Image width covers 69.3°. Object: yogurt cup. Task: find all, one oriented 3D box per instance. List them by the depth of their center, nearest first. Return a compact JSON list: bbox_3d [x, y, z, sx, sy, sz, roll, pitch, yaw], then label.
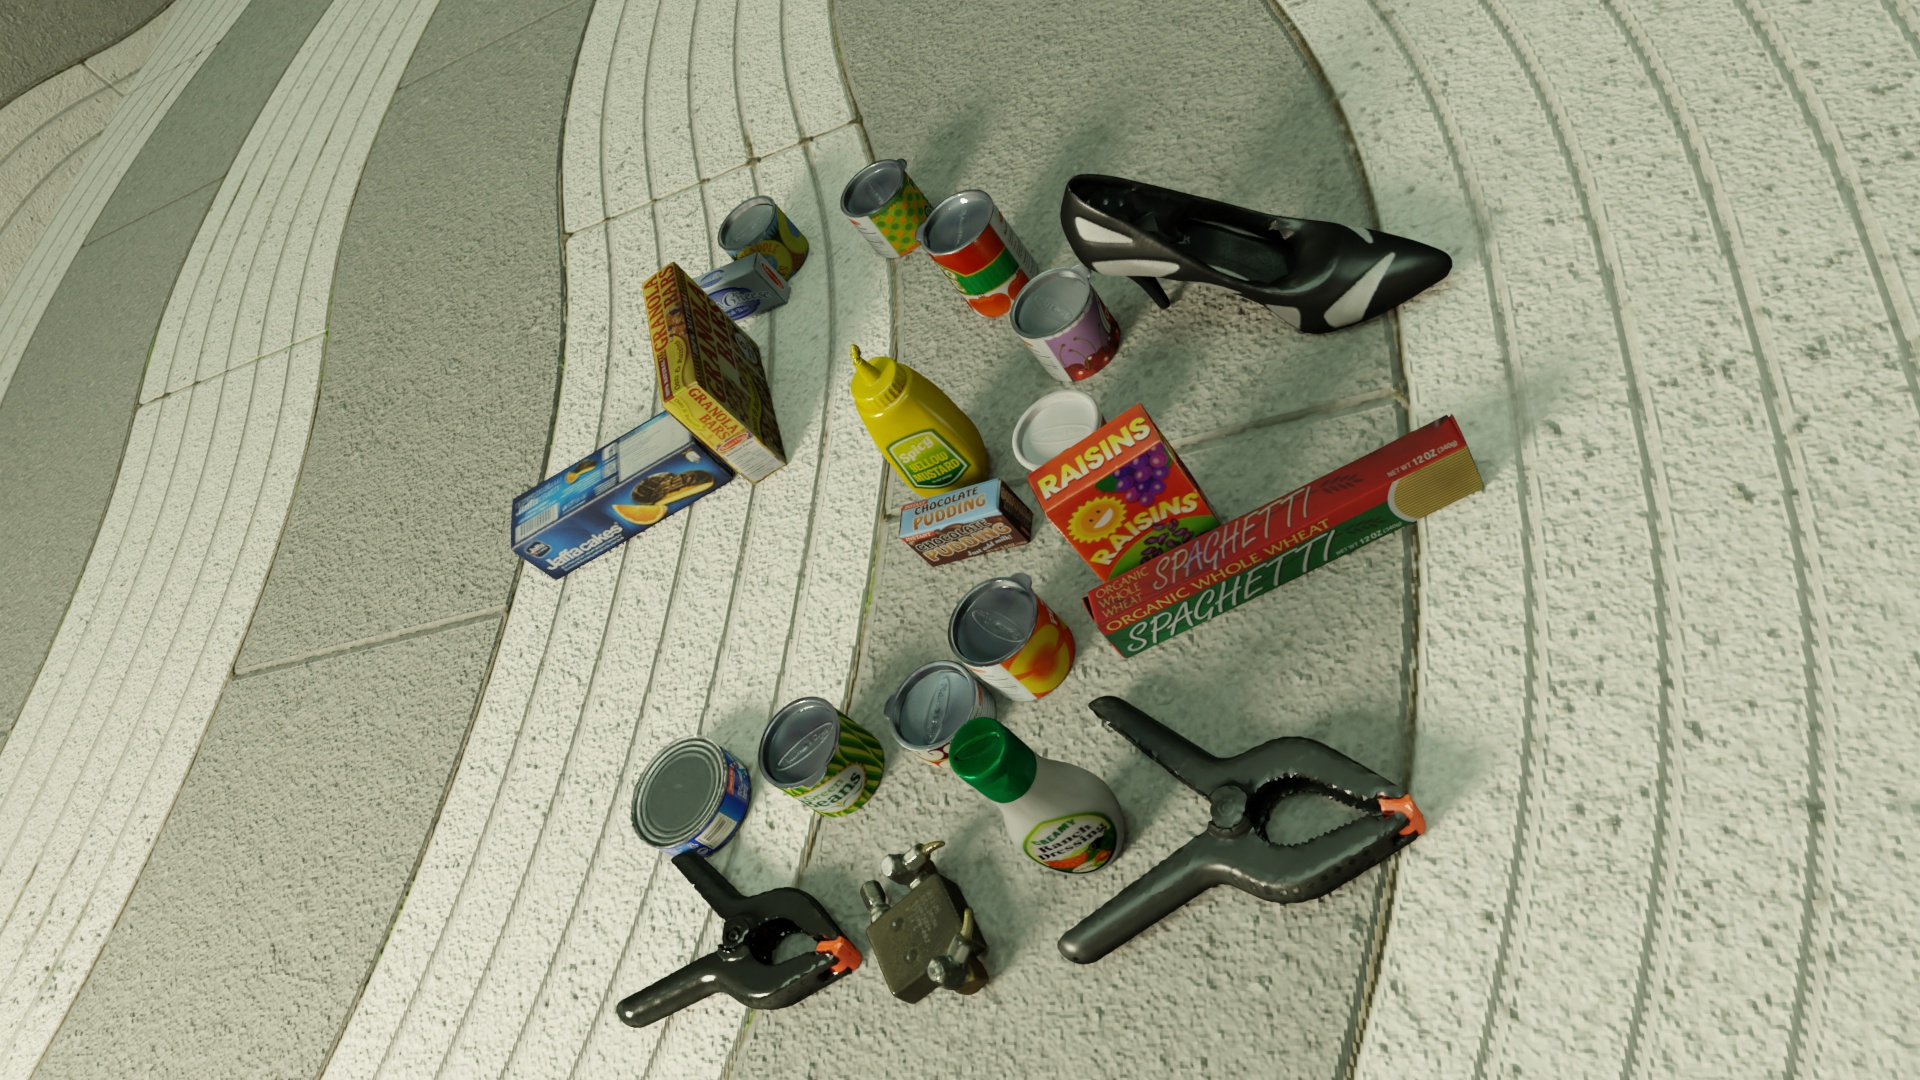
[{"bbox_3d":[0.078,-0.065,0.981,0.072,0.054,0.073,-18,51,24],"label":"yogurt cup"}]

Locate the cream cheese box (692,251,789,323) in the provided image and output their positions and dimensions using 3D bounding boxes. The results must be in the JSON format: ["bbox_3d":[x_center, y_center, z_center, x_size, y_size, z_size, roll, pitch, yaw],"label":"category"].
[{"bbox_3d":[-0.216,-0.228,1.295,0.103,0.053,0.024,-16,52,25],"label":"cream cheese box"}]

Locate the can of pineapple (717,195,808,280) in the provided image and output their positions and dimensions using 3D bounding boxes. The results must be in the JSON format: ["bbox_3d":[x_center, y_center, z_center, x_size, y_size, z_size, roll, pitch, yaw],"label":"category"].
[{"bbox_3d":[-0.185,-0.279,1.306,0.071,0.057,0.071,-18,51,24],"label":"can of pineapple"}]

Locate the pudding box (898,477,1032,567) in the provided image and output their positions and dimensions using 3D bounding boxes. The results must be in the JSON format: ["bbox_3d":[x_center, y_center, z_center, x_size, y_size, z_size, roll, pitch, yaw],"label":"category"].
[{"bbox_3d":[0.004,-0.013,0.997,0.083,0.049,0.030,-14,53,26],"label":"pudding box"}]

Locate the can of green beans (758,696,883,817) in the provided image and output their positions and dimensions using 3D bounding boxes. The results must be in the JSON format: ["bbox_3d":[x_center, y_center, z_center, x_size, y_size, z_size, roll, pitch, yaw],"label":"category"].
[{"bbox_3d":[-0.094,0.148,0.945,0.071,0.057,0.071,-18,51,24],"label":"can of green beans"}]

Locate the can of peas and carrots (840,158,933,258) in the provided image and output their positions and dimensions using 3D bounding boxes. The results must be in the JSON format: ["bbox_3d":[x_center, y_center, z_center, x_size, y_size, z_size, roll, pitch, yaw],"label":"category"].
[{"bbox_3d":[-0.062,-0.296,1.234,0.071,0.058,0.071,-18,51,24],"label":"can of peas and carrots"}]

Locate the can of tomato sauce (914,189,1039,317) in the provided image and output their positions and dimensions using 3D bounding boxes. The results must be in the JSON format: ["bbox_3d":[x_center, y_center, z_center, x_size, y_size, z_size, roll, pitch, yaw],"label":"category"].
[{"bbox_3d":[0.015,-0.229,1.118,0.071,0.083,0.071,-18,51,24],"label":"can of tomato sauce"}]

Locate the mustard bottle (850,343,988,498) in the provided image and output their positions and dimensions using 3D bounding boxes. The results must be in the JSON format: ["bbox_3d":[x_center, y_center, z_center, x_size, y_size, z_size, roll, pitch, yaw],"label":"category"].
[{"bbox_3d":[-0.038,-0.088,1.002,0.065,0.160,0.049,-23,50,20],"label":"mustard bottle"}]

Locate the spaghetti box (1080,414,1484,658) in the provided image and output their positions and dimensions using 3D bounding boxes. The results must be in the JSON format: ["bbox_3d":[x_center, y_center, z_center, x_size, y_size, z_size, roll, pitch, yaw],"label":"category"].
[{"bbox_3d":[0.196,0.002,0.857,0.249,0.050,0.029,-28,48,15],"label":"spaghetti box"}]

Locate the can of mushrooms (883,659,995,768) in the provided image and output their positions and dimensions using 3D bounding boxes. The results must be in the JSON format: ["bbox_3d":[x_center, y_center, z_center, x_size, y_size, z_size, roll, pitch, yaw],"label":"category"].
[{"bbox_3d":[-0.014,0.116,0.930,0.071,0.033,0.071,-18,51,23],"label":"can of mushrooms"}]

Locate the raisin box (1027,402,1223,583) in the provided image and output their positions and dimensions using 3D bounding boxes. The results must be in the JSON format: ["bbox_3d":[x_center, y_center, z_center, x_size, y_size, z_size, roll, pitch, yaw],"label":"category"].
[{"bbox_3d":[0.109,-0.020,0.880,0.086,0.123,0.040,-32,47,12],"label":"raisin box"}]

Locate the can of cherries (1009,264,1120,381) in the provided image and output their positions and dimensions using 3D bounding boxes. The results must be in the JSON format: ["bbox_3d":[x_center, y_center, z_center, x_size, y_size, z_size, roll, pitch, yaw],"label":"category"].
[{"bbox_3d":[0.082,-0.163,1.044,0.071,0.058,0.072,-18,51,24],"label":"can of cherries"}]

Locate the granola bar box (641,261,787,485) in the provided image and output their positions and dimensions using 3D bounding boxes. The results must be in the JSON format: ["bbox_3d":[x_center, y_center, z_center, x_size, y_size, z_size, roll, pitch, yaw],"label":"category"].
[{"bbox_3d":[-0.211,-0.142,1.181,0.039,0.124,0.166,-31,47,13],"label":"granola bar box"}]

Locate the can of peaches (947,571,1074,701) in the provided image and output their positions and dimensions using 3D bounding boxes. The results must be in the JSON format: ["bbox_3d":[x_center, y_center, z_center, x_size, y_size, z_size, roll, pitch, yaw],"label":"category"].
[{"bbox_3d":[0.036,0.064,0.916,0.071,0.058,0.071,-18,51,24],"label":"can of peaches"}]

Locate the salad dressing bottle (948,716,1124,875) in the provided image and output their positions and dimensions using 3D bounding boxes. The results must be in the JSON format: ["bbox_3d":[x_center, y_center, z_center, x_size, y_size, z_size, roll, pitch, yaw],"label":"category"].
[{"bbox_3d":[0.044,0.146,0.791,0.064,0.147,0.044,-30,48,14],"label":"salad dressing bottle"}]
